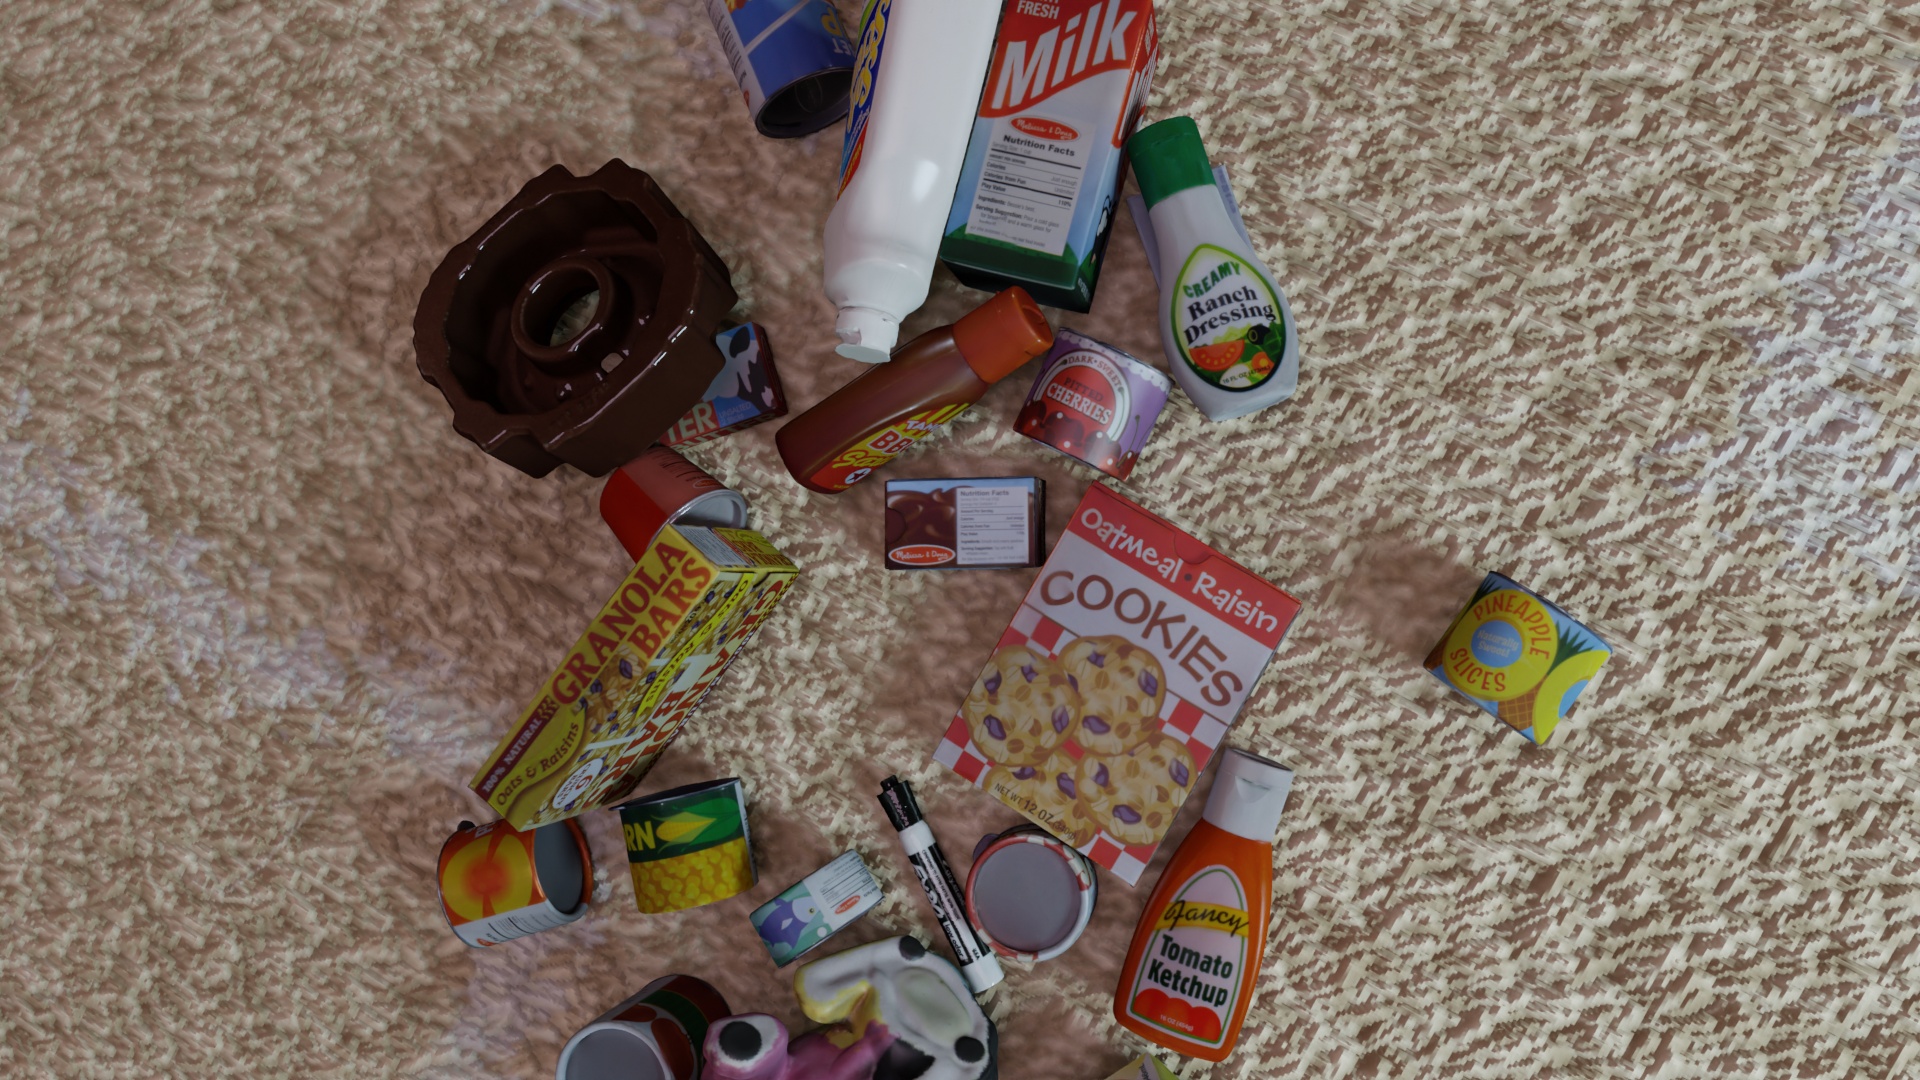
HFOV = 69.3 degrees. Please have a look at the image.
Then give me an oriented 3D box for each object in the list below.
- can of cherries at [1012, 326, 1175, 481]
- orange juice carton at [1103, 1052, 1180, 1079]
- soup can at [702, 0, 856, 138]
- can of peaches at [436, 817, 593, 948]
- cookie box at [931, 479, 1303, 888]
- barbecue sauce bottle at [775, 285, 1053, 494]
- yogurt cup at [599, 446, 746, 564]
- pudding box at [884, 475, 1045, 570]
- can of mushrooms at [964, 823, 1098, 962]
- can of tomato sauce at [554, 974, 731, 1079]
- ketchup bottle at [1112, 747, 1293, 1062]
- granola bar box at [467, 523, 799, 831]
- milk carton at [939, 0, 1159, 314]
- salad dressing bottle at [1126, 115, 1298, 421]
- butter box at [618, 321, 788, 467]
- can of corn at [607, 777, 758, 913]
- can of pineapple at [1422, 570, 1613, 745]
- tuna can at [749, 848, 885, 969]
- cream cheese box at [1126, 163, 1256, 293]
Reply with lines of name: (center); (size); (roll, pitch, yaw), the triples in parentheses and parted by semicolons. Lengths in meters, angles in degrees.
can of cherries: (0.067, -0.069, 0.709); (0.071, 0.071, 0.058); (27, 94, 12)
orange juice carton: (0.042, 0.343, 0.677); (0.192, 0.072, 0.073); (-35, 123, 5)
soup can: (-0.093, -0.273, 0.754); (0.071, 0.071, 0.084); (-24, 83, 10)
can of peaches: (-0.244, 0.182, 0.766); (0.058, 0.071, 0.071); (-17, 85, 11)
cookie box: (0.081, 0.072, 0.715); (0.123, 0.040, 0.167); (31, 94, 11)
barbecue sauce bottle: (-0.023, -0.077, 0.718); (0.148, 0.065, 0.044); (-31, 78, 22)
yogurt cup: (-0.159, -0.015, 0.757); (0.054, 0.072, 0.072); (42, 96, 23)
pudding box: (0.003, -0.009, 0.741); (0.084, 0.030, 0.049); (-1, 89, 12)
can of mushrooms: (0.035, 0.182, 0.724); (0.071, 0.033, 0.071); (0, 88, 12)
can of tomato sauce: (-0.164, 0.276, 0.736); (0.071, 0.083, 0.071); (0, 88, 12)
ketchup bottle: (0.128, 0.180, 0.700); (0.065, 0.043, 0.148); (18, 91, 12)
granola bar box: (-0.163, 0.069, 0.724); (0.039, 0.124, 0.165); (39, 96, 10)
milk carton: (0.054, -0.222, 0.718); (0.073, 0.072, 0.190); (15, 92, 11)
salad dressing bottle: (0.121, -0.135, 0.688); (0.064, 0.044, 0.147); (-18, 84, 7)
butter box: (-0.153, -0.081, 0.779); (0.103, 0.024, 0.053); (-19, 83, 10)
can of corn: (-0.148, 0.163, 0.745); (0.071, 0.071, 0.058); (-13, 86, 11)
can of pineapple: (0.264, 0.056, 0.663); (0.071, 0.071, 0.058); (36, 95, 11)
tuna can: (-0.077, 0.194, 0.731); (0.071, 0.071, 0.033); (-35, 81, 9)
cream cheese box: (0.129, -0.138, 0.723); (0.053, 0.024, 0.104); (-20, 84, 11)
